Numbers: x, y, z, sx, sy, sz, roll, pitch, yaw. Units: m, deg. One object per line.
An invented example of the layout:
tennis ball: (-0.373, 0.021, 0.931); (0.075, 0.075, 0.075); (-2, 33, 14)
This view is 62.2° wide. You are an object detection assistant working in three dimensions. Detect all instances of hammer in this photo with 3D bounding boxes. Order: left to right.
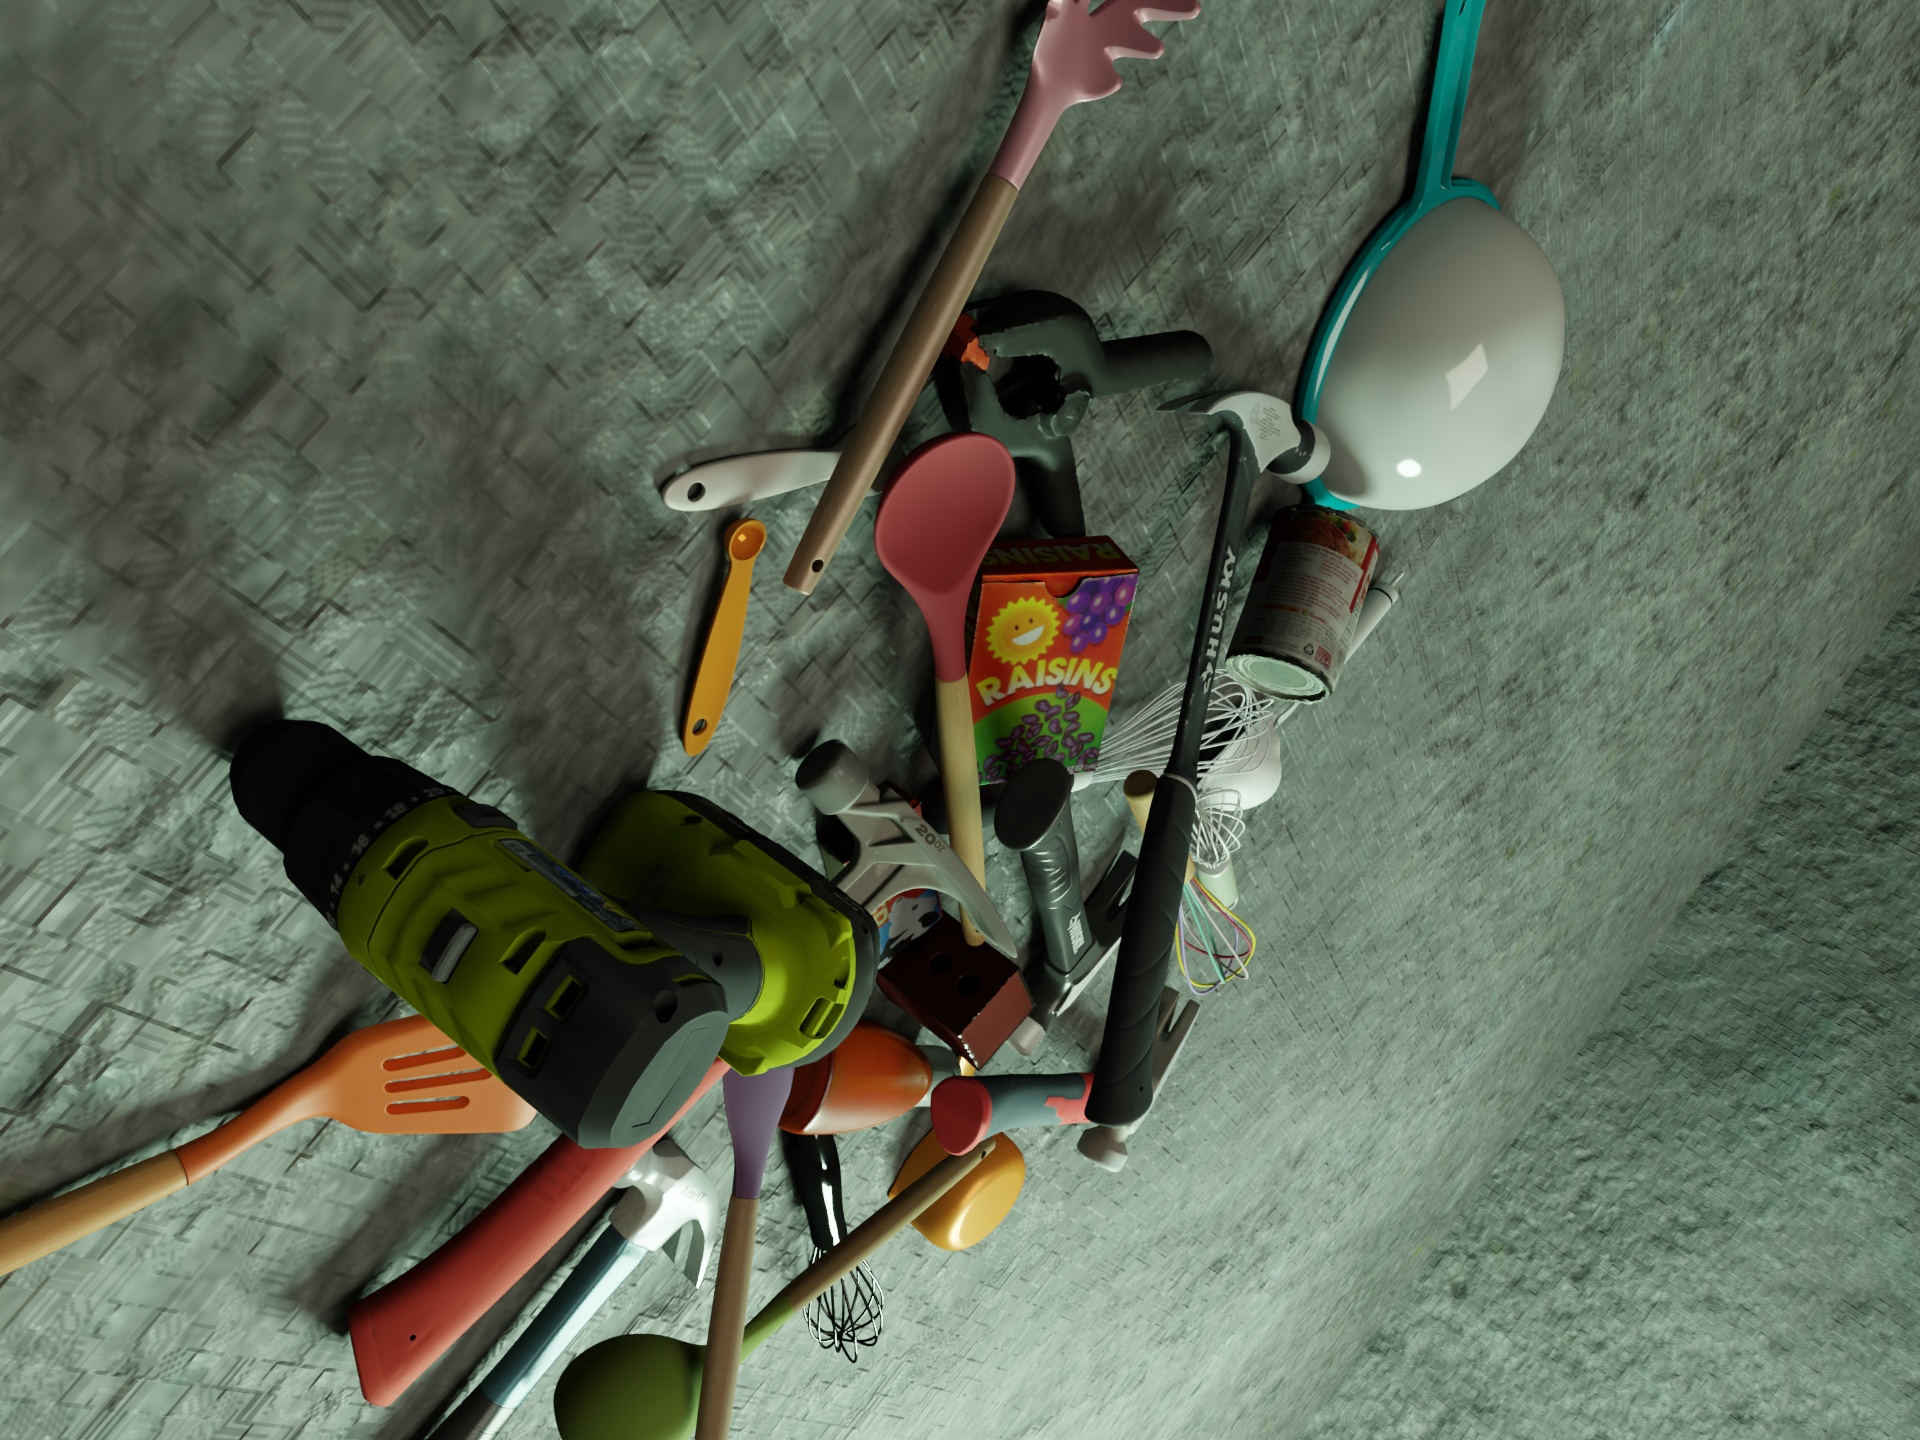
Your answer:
hammer: (-0.245, 0.354, 0.808); (0.331, 0.033, 0.128); (-50, 146, -9)
hammer: (-0.138, 0.181, 0.754); (0.359, 0.037, 0.149); (-45, 116, -10)
hammer: (0.059, 0.095, 0.906); (0.146, 0.035, 0.334); (-49, 159, -14)
hammer: (0.075, 0.236, 1.049); (0.143, 0.038, 0.386); (-62, 156, -1)
hammer: (0.121, 0.018, 0.868); (0.149, 0.036, 0.409); (13, 88, -53)

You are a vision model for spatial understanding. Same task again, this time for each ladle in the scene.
ladle: (-0.091, 0.312, 0.905); (0.320, 0.062, 0.078); (-26, 124, -46)
ladle: (-0.001, -0.002, 0.761); (0.069, 0.031, 0.315); (-21, 132, -19)

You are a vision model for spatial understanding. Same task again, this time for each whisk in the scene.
whisk: (-0.080, 0.317, 0.974); (0.055, 0.055, 0.238); (-33, 136, -31)
whisk: (0.087, 0.024, 0.928); (0.284, 0.070, 0.070); (-16, 130, -39)
whisk: (0.142, 0.101, 0.982); (0.244, 0.047, 0.051); (61, 27, -49)
whisk: (0.170, 0.092, 1.080); (0.058, 0.059, 0.246); (-36, 156, -2)

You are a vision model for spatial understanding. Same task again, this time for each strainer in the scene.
strainer: (0.235, -0.014, 1.098); (0.258, 0.050, 0.086); (-48, 162, -17)
strainer: (0.298, -0.254, 0.916); (0.211, 0.095, 0.340); (-36, 144, -27)

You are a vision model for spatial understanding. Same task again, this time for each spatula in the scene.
spatula: (-0.303, 0.178, 0.574); (0.322, 0.041, 0.081); (-22, 135, -39)
spatula: (-0.114, 0.267, 0.808); (0.059, 0.018, 0.316); (13, 83, -55)

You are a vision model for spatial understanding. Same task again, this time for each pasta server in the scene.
pasta server: (0.008, -0.191, 0.639); (0.060, 0.040, 0.316); (24, 96, -38)

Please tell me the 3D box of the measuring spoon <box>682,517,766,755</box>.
measuring spoon: (-0.104, -0.035, 0.675); (0.021, 0.011, 0.116); (-16, 133, -46)

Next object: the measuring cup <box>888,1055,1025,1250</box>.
measuring cup: (0.010, 0.278, 1.048); (0.095, 0.052, 0.173); (-22, 136, -41)

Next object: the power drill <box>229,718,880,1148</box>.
power drill: (-0.139, 0.069, 0.587); (0.080, 0.191, 0.228); (-58, 161, 3)

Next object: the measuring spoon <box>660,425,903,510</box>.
measuring spoon: (-0.068, -0.099, 0.653); (0.124, 0.018, 0.034); (-19, 133, -42)
